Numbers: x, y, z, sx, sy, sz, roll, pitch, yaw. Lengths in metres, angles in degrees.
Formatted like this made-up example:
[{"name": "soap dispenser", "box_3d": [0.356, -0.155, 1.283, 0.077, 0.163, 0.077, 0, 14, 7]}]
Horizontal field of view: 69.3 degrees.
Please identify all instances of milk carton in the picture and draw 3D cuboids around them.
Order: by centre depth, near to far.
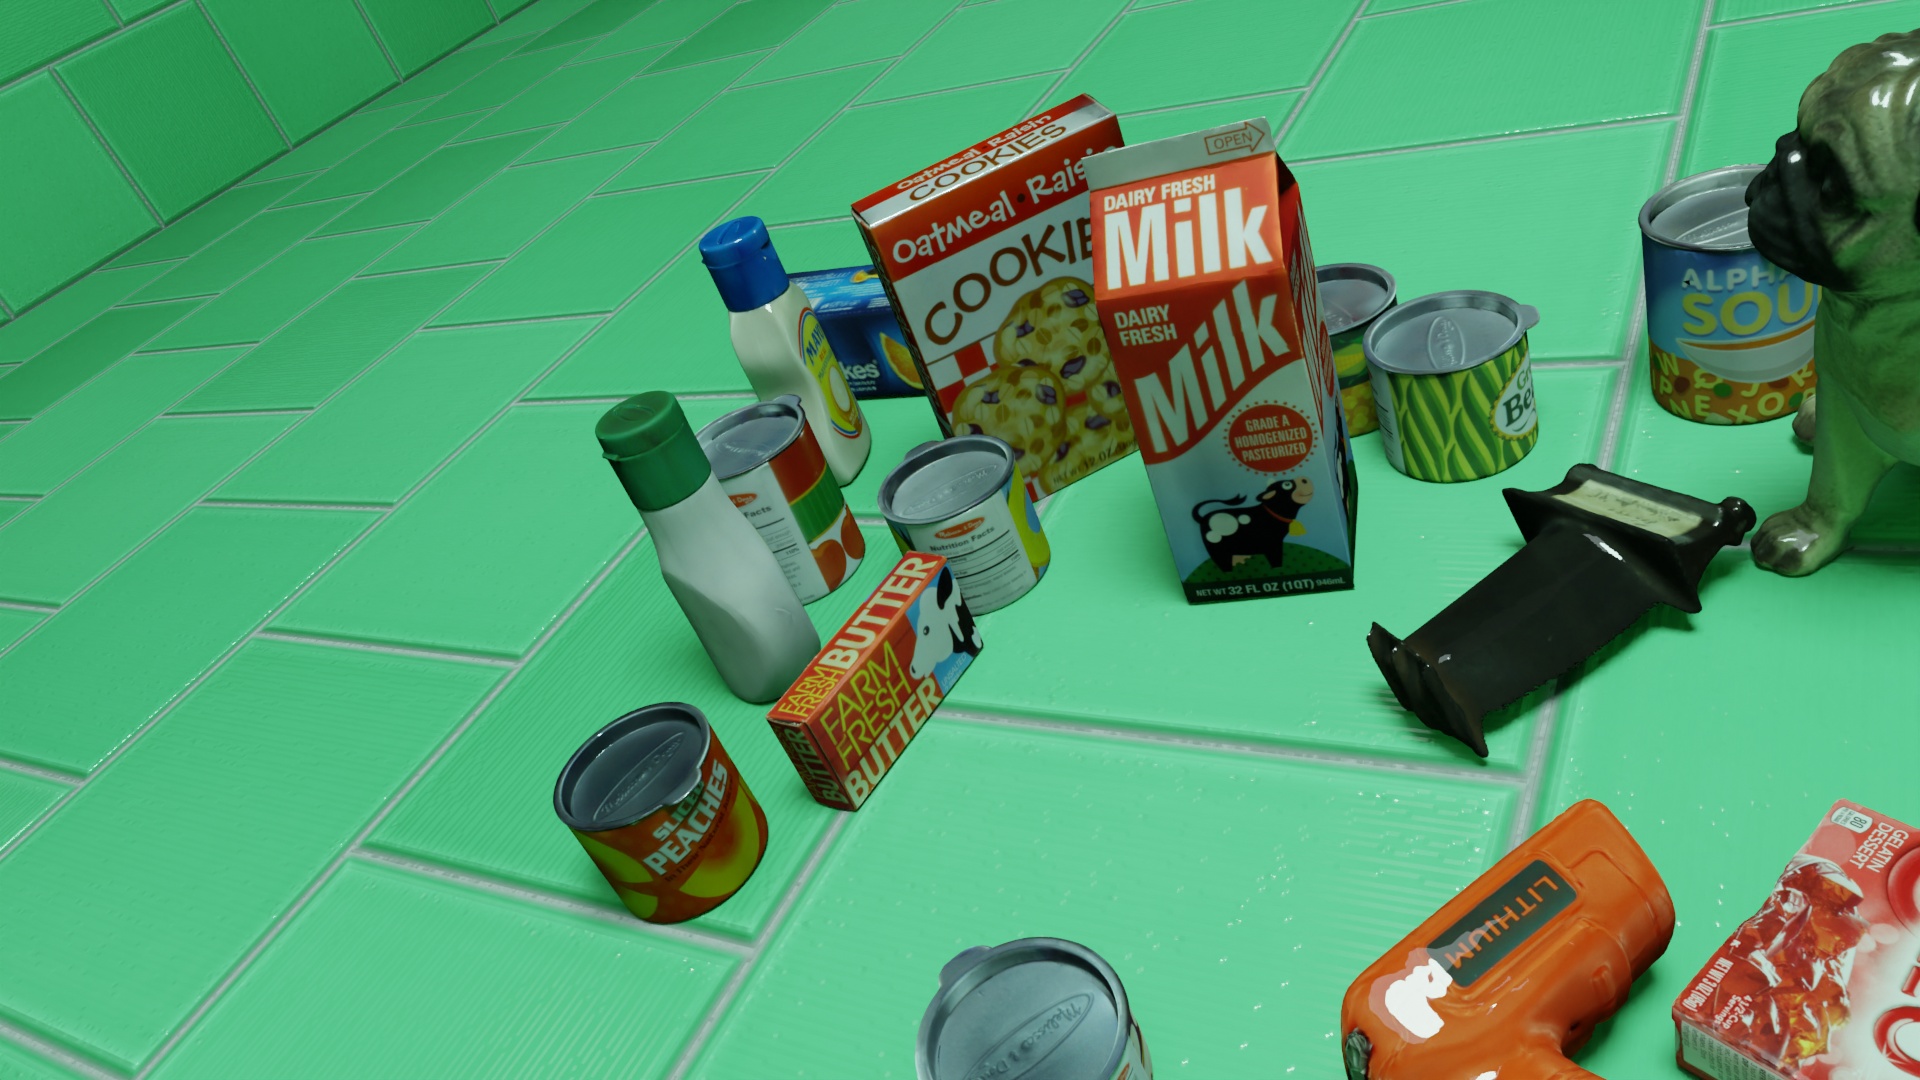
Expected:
[{"name": "milk carton", "box_3d": [0.106, -0.071, 0.548, 0.072, 0.189, 0.074, -7, 36, 23]}]

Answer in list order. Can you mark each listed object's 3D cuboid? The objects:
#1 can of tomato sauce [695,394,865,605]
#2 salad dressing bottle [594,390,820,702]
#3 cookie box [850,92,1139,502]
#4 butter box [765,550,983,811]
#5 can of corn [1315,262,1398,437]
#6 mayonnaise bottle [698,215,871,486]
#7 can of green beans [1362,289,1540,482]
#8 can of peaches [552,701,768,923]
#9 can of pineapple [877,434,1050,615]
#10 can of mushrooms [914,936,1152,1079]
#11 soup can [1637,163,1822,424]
[{"name": "can of tomato sauce", "box_3d": [-0.091, -0.019, 0.690, 0.071, 0.082, 0.071, -16, 33, 11]}, {"name": "salad dressing bottle", "box_3d": [-0.110, 0.004, 0.609, 0.064, 0.147, 0.044, 16, 49, 44]}, {"name": "cookie box", "box_3d": [0.035, -0.108, 0.663, 0.123, 0.166, 0.040, -27, 33, -6]}, {"name": "butter box", "box_3d": [-0.032, 0.057, 0.575, 0.024, 0.053, 0.104, 7, 43, 38]}, {"name": "can of corn", "box_3d": [0.173, -0.088, 0.653, 0.071, 0.058, 0.071, -16, 34, 11]}, {"name": "mayonnaise bottle", "box_3d": [-0.093, -0.101, 0.748, 0.041, 0.147, 0.065, -11, 35, 18]}, {"name": "can of green beans", "box_3d": [0.212, -0.067, 0.600, 0.071, 0.057, 0.071, -16, 34, 11]}, {"name": "can of peaches", "box_3d": [-0.115, 0.108, 0.547, 0.071, 0.057, 0.071, -16, 34, 11]}, {"name": "can of pineapple", "box_3d": [0.002, -0.008, 0.642, 0.071, 0.057, 0.071, -16, 34, 11]}, {"name": "can of mushrooms", "box_3d": [0.022, 0.155, 0.420, 0.071, 0.033, 0.071, -16, 34, 11]}, {"name": "soup can", "box_3d": [0.313, -0.097, 0.559, 0.071, 0.083, 0.072, -16, 33, 11]}]
